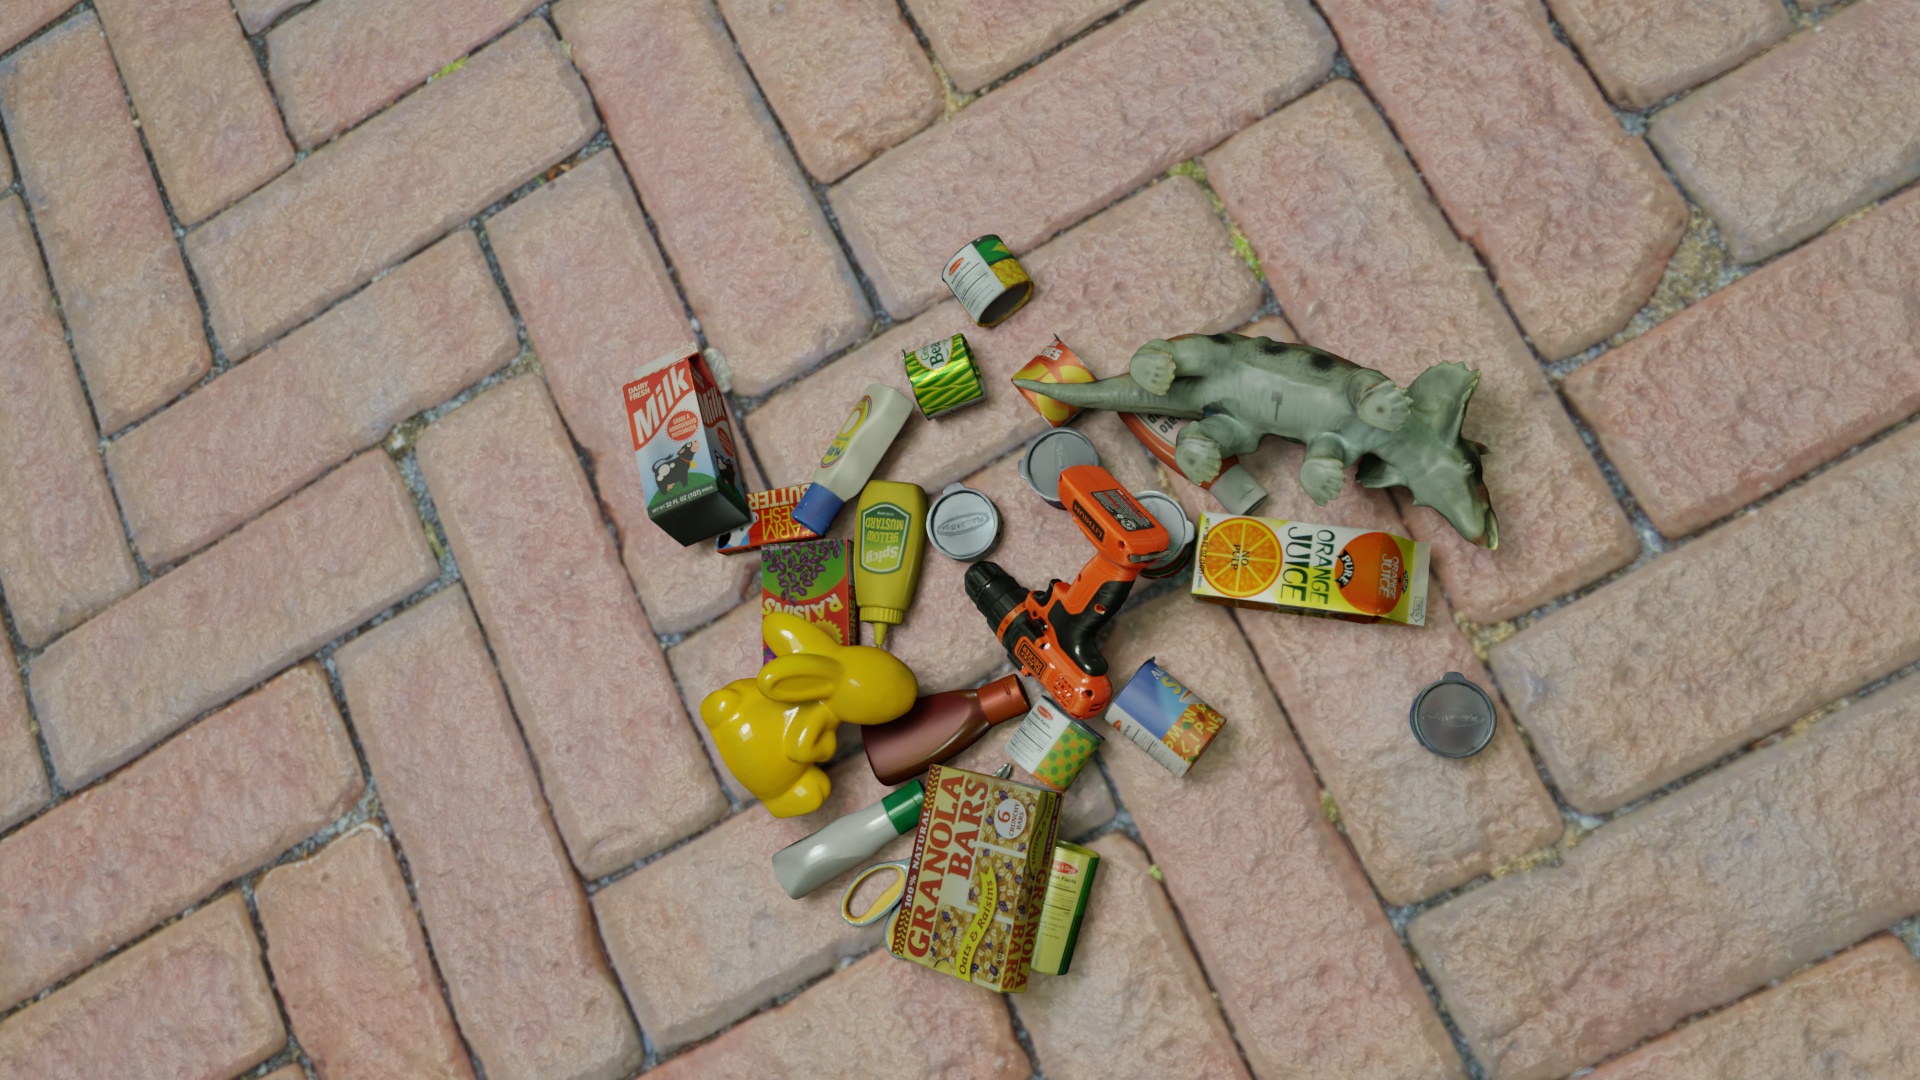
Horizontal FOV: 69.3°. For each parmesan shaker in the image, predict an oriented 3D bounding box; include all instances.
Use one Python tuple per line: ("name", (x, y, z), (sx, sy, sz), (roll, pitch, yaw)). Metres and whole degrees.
("parmesan shaker", (0.071, 0.307, 1.180), (0.071, 0.071, 0.103), (15, 85, 15))

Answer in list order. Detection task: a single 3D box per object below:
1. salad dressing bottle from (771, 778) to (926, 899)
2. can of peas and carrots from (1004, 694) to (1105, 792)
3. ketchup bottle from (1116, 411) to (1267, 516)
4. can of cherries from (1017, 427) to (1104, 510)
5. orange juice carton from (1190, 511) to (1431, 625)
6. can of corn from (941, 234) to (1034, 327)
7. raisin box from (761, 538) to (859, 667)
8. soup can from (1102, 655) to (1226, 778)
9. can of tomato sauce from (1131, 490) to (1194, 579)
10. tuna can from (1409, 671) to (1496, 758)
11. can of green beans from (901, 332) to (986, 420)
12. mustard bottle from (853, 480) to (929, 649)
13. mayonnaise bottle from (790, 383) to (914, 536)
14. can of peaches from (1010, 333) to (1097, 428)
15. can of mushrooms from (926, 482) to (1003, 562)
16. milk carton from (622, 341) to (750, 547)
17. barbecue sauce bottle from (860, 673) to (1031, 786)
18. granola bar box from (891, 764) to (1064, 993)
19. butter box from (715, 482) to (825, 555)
("salad dressing bottle", (-0.093, 0.263, 1.229), (0.148, 0.064, 0.044), (-29, 65, -2))
("can of peas and carrots", (0.082, 0.177, 1.201), (0.071, 0.071, 0.058), (36, 91, 16))
("ketchup bottle", (0.208, -0.082, 1.227), (0.065, 0.043, 0.149), (-39, 75, -8))
("can of cherries", (0.091, -0.063, 1.242), (0.071, 0.058, 0.071), (-2, 82, 12))
("orange juice carton", (0.295, 0.026, 1.174), (0.193, 0.073, 0.072), (7, 82, 13))
("can of corn", (0.027, -0.240, 1.285), (0.071, 0.071, 0.058), (-36, 76, 5))
("raisin box", (-0.138, 0.064, 1.282), (0.086, 0.040, 0.123), (-4, 81, 11))
("soup can", (0.176, 0.150, 1.184), (0.084, 0.071, 0.071), (38, 91, 15))
("can of tomato sauce", (0.169, -0.003, 1.202), (0.071, 0.083, 0.071), (-2, 81, 12))
("tuna can", (0.407, 0.145, 1.149), (0.071, 0.033, 0.071), (-2, 80, 12))
("can of green beans", (-0.014, -0.151, 1.276), (0.058, 0.071, 0.071), (-20, 77, 9))
("mustard bottle", (-0.066, 0.026, 1.267), (0.065, 0.049, 0.160), (3, 81, 15))
("mayonnaise bottle", (-0.101, -0.075, 1.278), (0.041, 0.065, 0.148), (37, 80, -27))
("can of peaches", (0.086, -0.142, 1.251), (0.058, 0.071, 0.071), (-42, 75, 4))
("can of mushrooms", (0.005, -0.016, 1.266), (0.071, 0.033, 0.071), (-2, 81, 13))
("milk carton", (-0.262, -0.099, 1.309), (0.072, 0.073, 0.191), (-23, 63, 8))
("barbecue sauce bottle", (-0.012, 0.163, 1.233), (0.148, 0.043, 0.065), (-24, 58, 7))
("granola bar box", (0.013, 0.281, 1.167), (0.124, 0.039, 0.165), (5, 79, 41))
("butter box", (-0.182, -0.020, 1.313), (0.103, 0.024, 0.053), (-9, 78, 11))
